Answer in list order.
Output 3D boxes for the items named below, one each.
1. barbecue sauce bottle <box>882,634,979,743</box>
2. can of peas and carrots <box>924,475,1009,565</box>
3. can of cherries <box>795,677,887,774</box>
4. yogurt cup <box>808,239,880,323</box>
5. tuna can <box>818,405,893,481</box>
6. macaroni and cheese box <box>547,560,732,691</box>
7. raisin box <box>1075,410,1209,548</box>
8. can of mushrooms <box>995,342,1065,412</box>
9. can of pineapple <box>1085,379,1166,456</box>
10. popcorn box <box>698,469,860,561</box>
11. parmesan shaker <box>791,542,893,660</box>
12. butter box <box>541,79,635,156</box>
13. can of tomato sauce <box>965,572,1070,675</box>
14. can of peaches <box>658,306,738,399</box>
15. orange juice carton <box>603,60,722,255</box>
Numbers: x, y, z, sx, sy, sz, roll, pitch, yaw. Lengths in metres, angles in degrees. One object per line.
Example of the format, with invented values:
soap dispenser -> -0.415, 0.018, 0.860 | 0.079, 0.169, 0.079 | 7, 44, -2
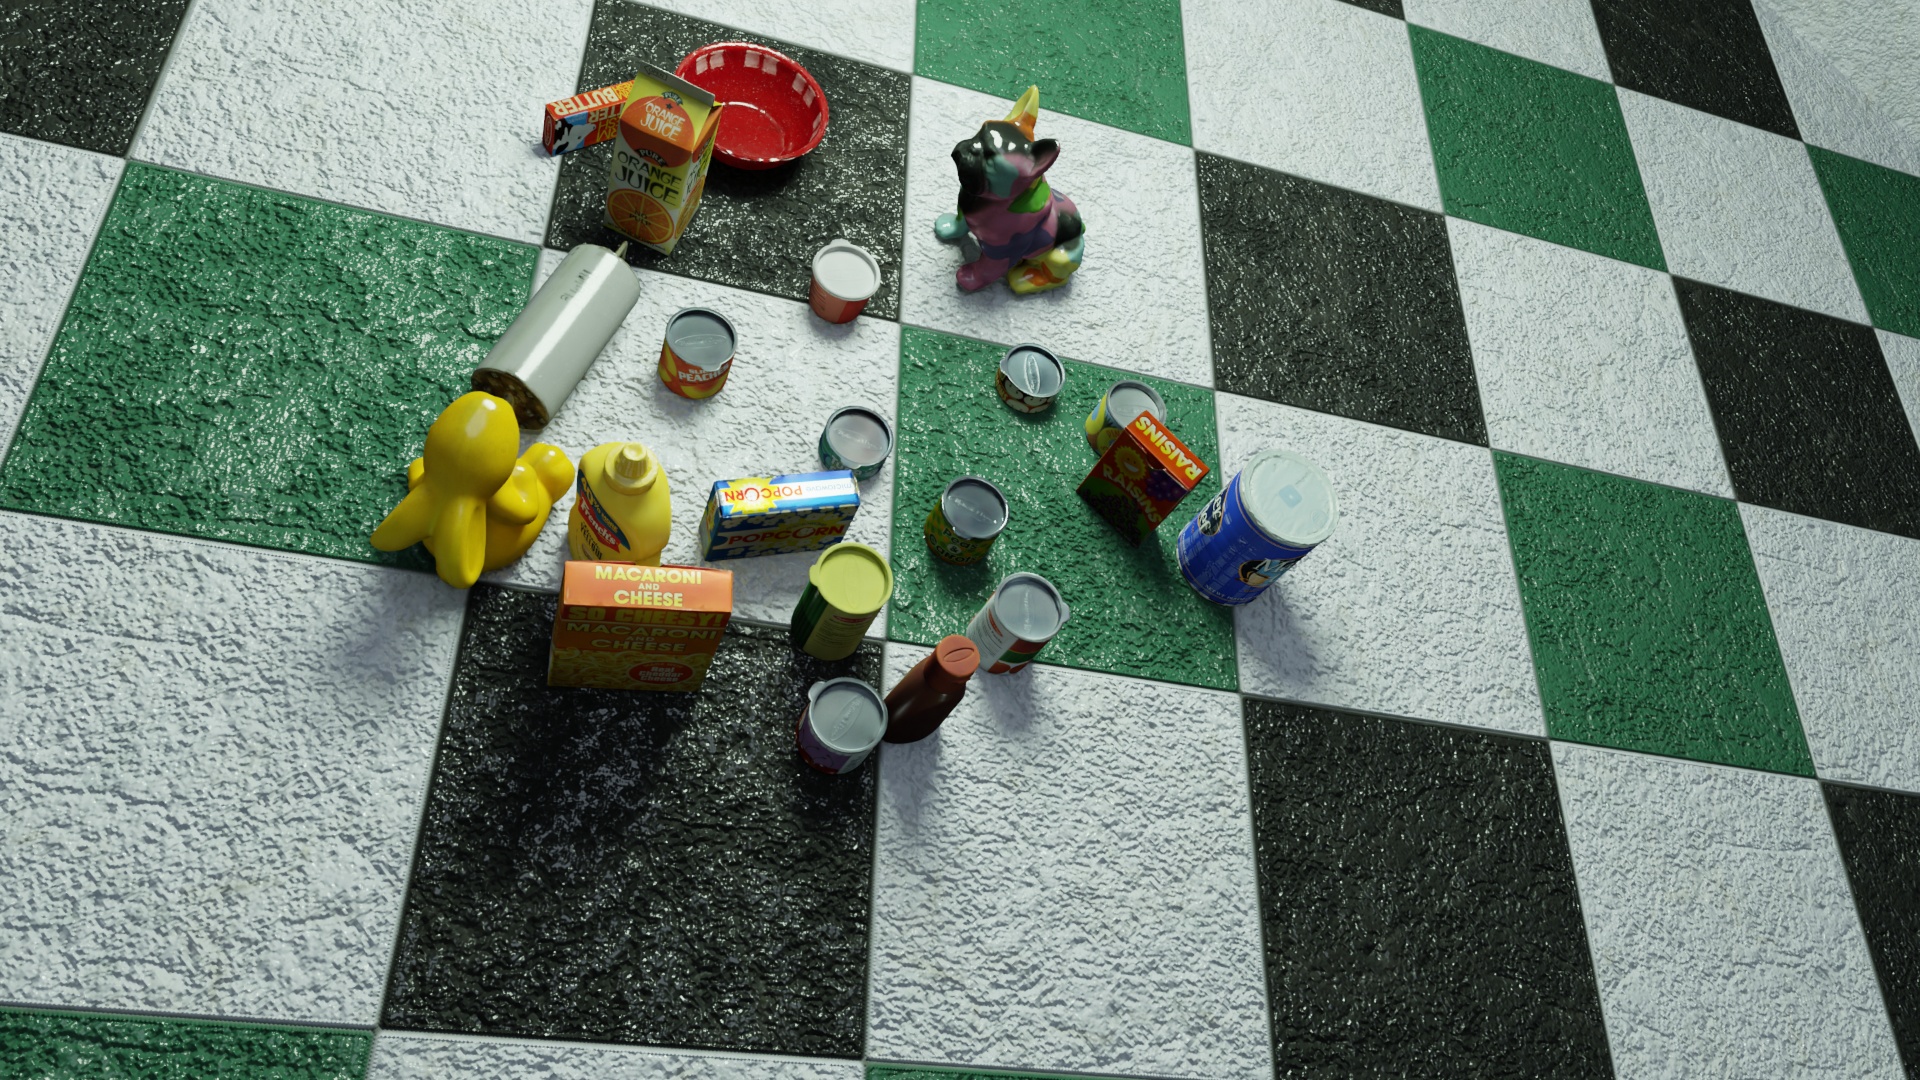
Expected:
barbecue sauce bottle -> -0.024, 0.123, 1.150 | 0.065, 0.147, 0.044 | -14, 69, -26
can of peas and carrots -> 0.005, -0.016, 1.290 | 0.071, 0.058, 0.071 | 9, 60, -16
can of cherries -> -0.102, 0.153, 1.158 | 0.071, 0.058, 0.072 | 9, 60, -16
yogurt cup -> -0.118, -0.252, 1.376 | 0.072, 0.053, 0.073 | 9, 60, -16
tuna can -> -0.099, -0.089, 1.307 | 0.071, 0.032, 0.071 | 9, 60, -16
macaroni and cheese box -> -0.253, 0.069, 1.083 | 0.124, 0.165, 0.040 | 4, 62, -19
raisin box -> 0.173, -0.058, 1.338 | 0.086, 0.122, 0.040 | 46, 57, 7
can of mushrooms -> 0.068, -0.165, 1.411 | 0.071, 0.033, 0.071 | 9, 60, -16
can of pineapple -> 0.167, -0.119, 1.408 | 0.071, 0.057, 0.071 | 9, 60, -16
popcorn box -> -0.159, -0.022, 1.216 | 0.127, 0.084, 0.038 | -6, 66, -23
parmesan shaker -> -0.106, 0.053, 1.185 | 0.071, 0.102, 0.071 | 9, 60, -16
butter box -> -0.362, -0.419, 1.376 | 0.104, 0.053, 0.024 | -28, 76, -30
can of tomato sauce -> 0.050, 0.076, 1.243 | 0.071, 0.082, 0.071 | 9, 60, -16
can of peaches -> -0.243, -0.170, 1.282 | 0.071, 0.057, 0.071 | 9, 60, -16
orange juice carton -> -0.276, -0.362, 1.294 | 0.072, 0.191, 0.073 | 25, 57, -7
